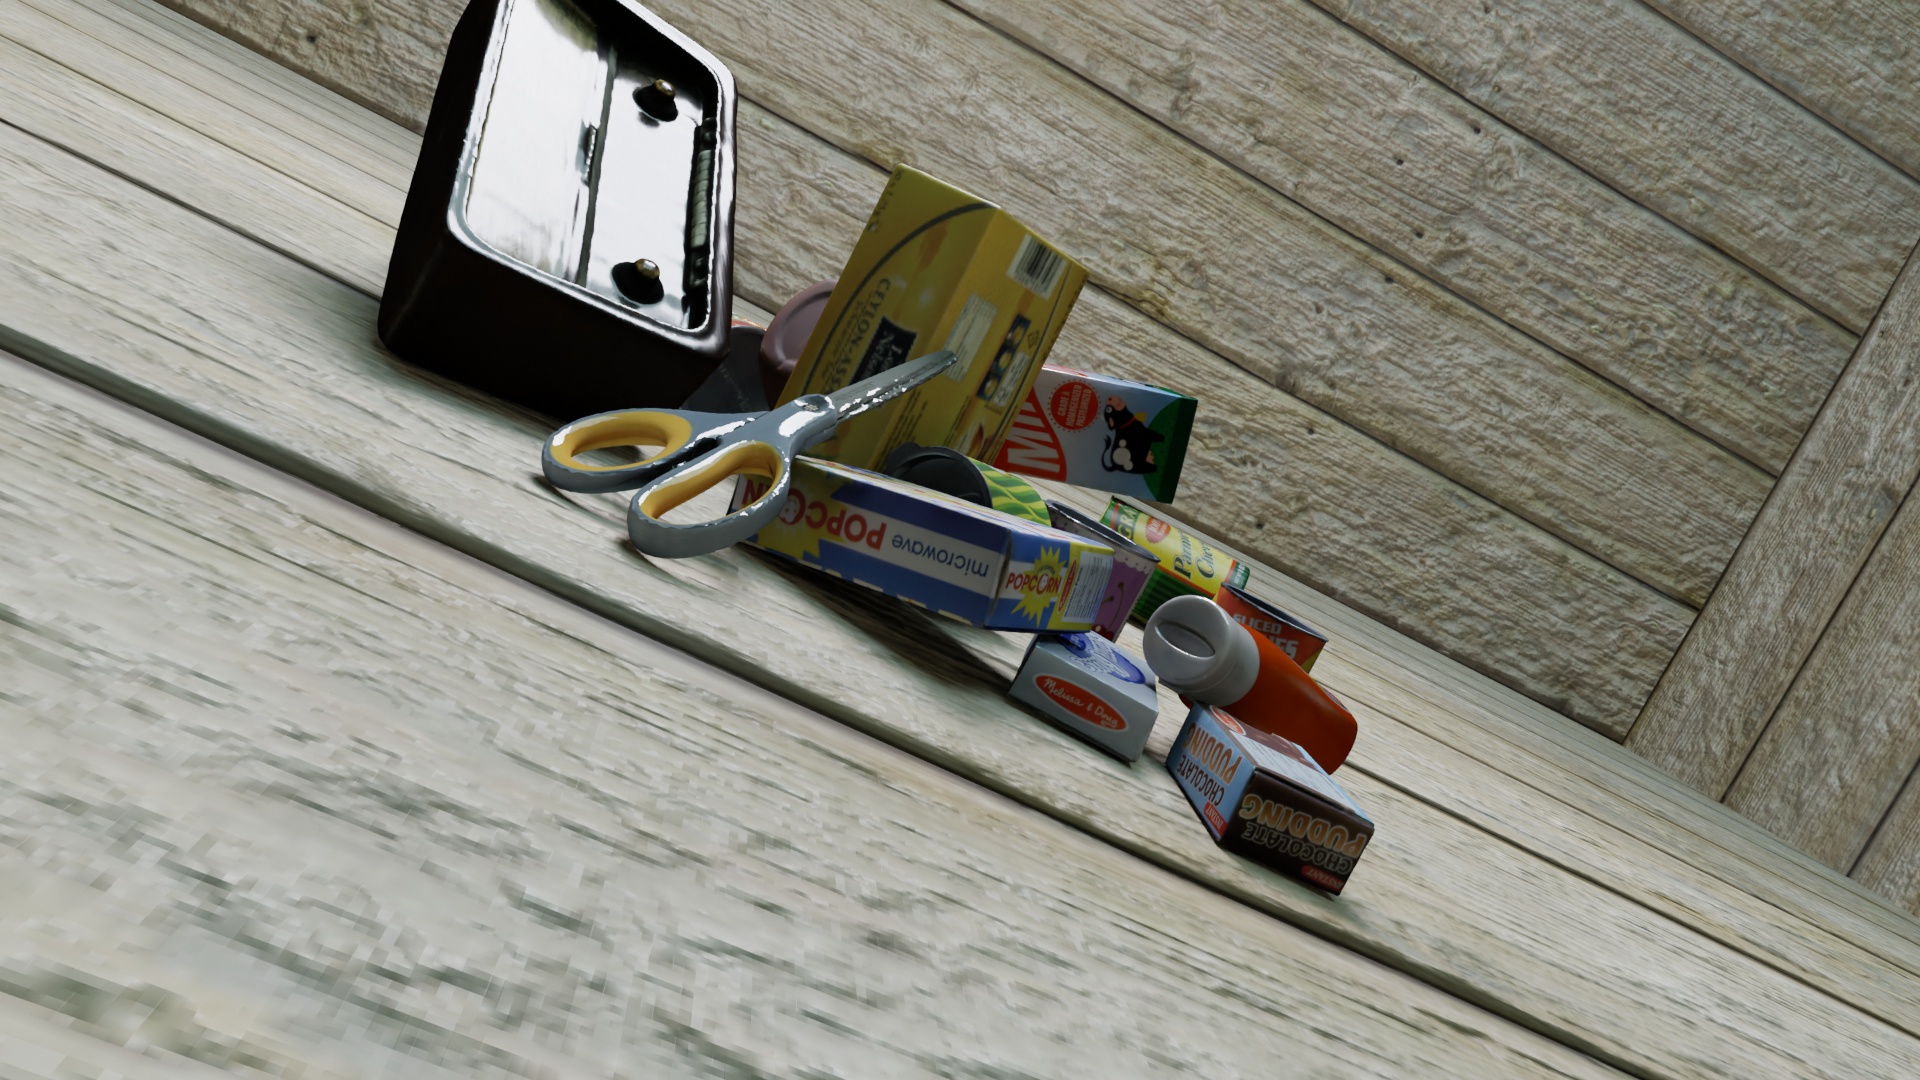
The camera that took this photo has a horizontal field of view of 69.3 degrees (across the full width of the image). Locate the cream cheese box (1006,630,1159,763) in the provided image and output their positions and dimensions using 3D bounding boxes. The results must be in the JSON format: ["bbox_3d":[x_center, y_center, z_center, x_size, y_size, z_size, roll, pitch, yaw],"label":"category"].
[{"bbox_3d":[0.050,0.056,0.551,0.053,0.024,0.104,29,7,4],"label":"cream cheese box"}]

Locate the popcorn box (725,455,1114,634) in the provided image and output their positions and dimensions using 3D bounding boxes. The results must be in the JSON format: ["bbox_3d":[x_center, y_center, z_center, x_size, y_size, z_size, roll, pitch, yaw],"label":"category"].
[{"bbox_3d":[-0.016,0.000,0.538,0.127,0.038,0.085,18,6,31],"label":"popcorn box"}]

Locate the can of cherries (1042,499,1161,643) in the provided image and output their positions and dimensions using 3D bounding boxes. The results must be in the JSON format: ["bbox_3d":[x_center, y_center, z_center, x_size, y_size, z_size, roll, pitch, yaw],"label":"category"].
[{"bbox_3d":[0.058,0.018,0.711,0.071,0.058,0.071,27,8,-4],"label":"can of cherries"}]

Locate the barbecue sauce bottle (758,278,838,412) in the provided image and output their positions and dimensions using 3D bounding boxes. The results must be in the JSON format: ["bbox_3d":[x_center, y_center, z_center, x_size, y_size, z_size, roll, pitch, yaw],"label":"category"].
[{"bbox_3d":[-0.073,-0.076,0.740,0.044,0.065,0.148,36,-19,11],"label":"barbecue sauce bottle"}]

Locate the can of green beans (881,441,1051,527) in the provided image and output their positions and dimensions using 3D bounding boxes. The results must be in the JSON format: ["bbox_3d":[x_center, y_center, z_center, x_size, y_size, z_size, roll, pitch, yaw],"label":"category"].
[{"bbox_3d":[-0.001,-0.004,0.617,0.071,0.071,0.058,31,7,31],"label":"can of green beans"}]

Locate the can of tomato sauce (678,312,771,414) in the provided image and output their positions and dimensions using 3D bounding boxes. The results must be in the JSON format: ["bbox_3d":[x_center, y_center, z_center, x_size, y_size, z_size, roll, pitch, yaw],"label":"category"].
[{"bbox_3d":[-0.140,-0.100,0.773,0.071,0.071,0.083,22,8,-41],"label":"can of tomato sauce"}]

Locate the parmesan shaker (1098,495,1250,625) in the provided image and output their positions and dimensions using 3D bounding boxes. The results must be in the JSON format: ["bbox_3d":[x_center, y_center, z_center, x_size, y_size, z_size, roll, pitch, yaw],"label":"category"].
[{"bbox_3d":[0.131,0.022,0.916,0.103,0.071,0.071,28,7,5],"label":"parmesan shaker"}]

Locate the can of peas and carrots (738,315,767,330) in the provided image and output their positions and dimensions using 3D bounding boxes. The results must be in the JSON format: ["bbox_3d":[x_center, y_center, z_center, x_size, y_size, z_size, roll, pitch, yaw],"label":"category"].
[{"bbox_3d":[-0.147,-0.113,0.894,0.071,0.058,0.071,27,6,-3],"label":"can of peas and carrots"}]

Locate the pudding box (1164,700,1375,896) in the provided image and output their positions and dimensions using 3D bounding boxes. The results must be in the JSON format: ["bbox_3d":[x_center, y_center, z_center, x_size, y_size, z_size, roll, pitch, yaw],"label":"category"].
[{"bbox_3d":[0.109,0.090,0.499,0.049,0.030,0.084,25,7,-8],"label":"pudding box"}]

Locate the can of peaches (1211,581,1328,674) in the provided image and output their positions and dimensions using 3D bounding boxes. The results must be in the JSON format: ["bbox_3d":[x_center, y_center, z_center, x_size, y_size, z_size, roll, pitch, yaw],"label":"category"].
[{"bbox_3d":[0.159,0.063,0.766,0.071,0.058,0.071,27,7,-4],"label":"can of peaches"}]

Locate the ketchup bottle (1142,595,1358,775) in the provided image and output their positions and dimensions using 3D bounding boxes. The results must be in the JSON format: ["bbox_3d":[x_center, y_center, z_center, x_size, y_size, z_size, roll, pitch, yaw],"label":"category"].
[{"bbox_3d":[0.121,0.063,0.591,0.065,0.043,0.148,28,-4,35],"label":"ketchup bottle"}]

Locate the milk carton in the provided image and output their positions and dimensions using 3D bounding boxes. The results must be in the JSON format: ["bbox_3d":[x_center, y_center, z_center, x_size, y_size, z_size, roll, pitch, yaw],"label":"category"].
[{"bbox_3d":[0.051,-0.081,0.922,0.191,0.073,0.072,11,10,-7],"label":"milk carton"}]
